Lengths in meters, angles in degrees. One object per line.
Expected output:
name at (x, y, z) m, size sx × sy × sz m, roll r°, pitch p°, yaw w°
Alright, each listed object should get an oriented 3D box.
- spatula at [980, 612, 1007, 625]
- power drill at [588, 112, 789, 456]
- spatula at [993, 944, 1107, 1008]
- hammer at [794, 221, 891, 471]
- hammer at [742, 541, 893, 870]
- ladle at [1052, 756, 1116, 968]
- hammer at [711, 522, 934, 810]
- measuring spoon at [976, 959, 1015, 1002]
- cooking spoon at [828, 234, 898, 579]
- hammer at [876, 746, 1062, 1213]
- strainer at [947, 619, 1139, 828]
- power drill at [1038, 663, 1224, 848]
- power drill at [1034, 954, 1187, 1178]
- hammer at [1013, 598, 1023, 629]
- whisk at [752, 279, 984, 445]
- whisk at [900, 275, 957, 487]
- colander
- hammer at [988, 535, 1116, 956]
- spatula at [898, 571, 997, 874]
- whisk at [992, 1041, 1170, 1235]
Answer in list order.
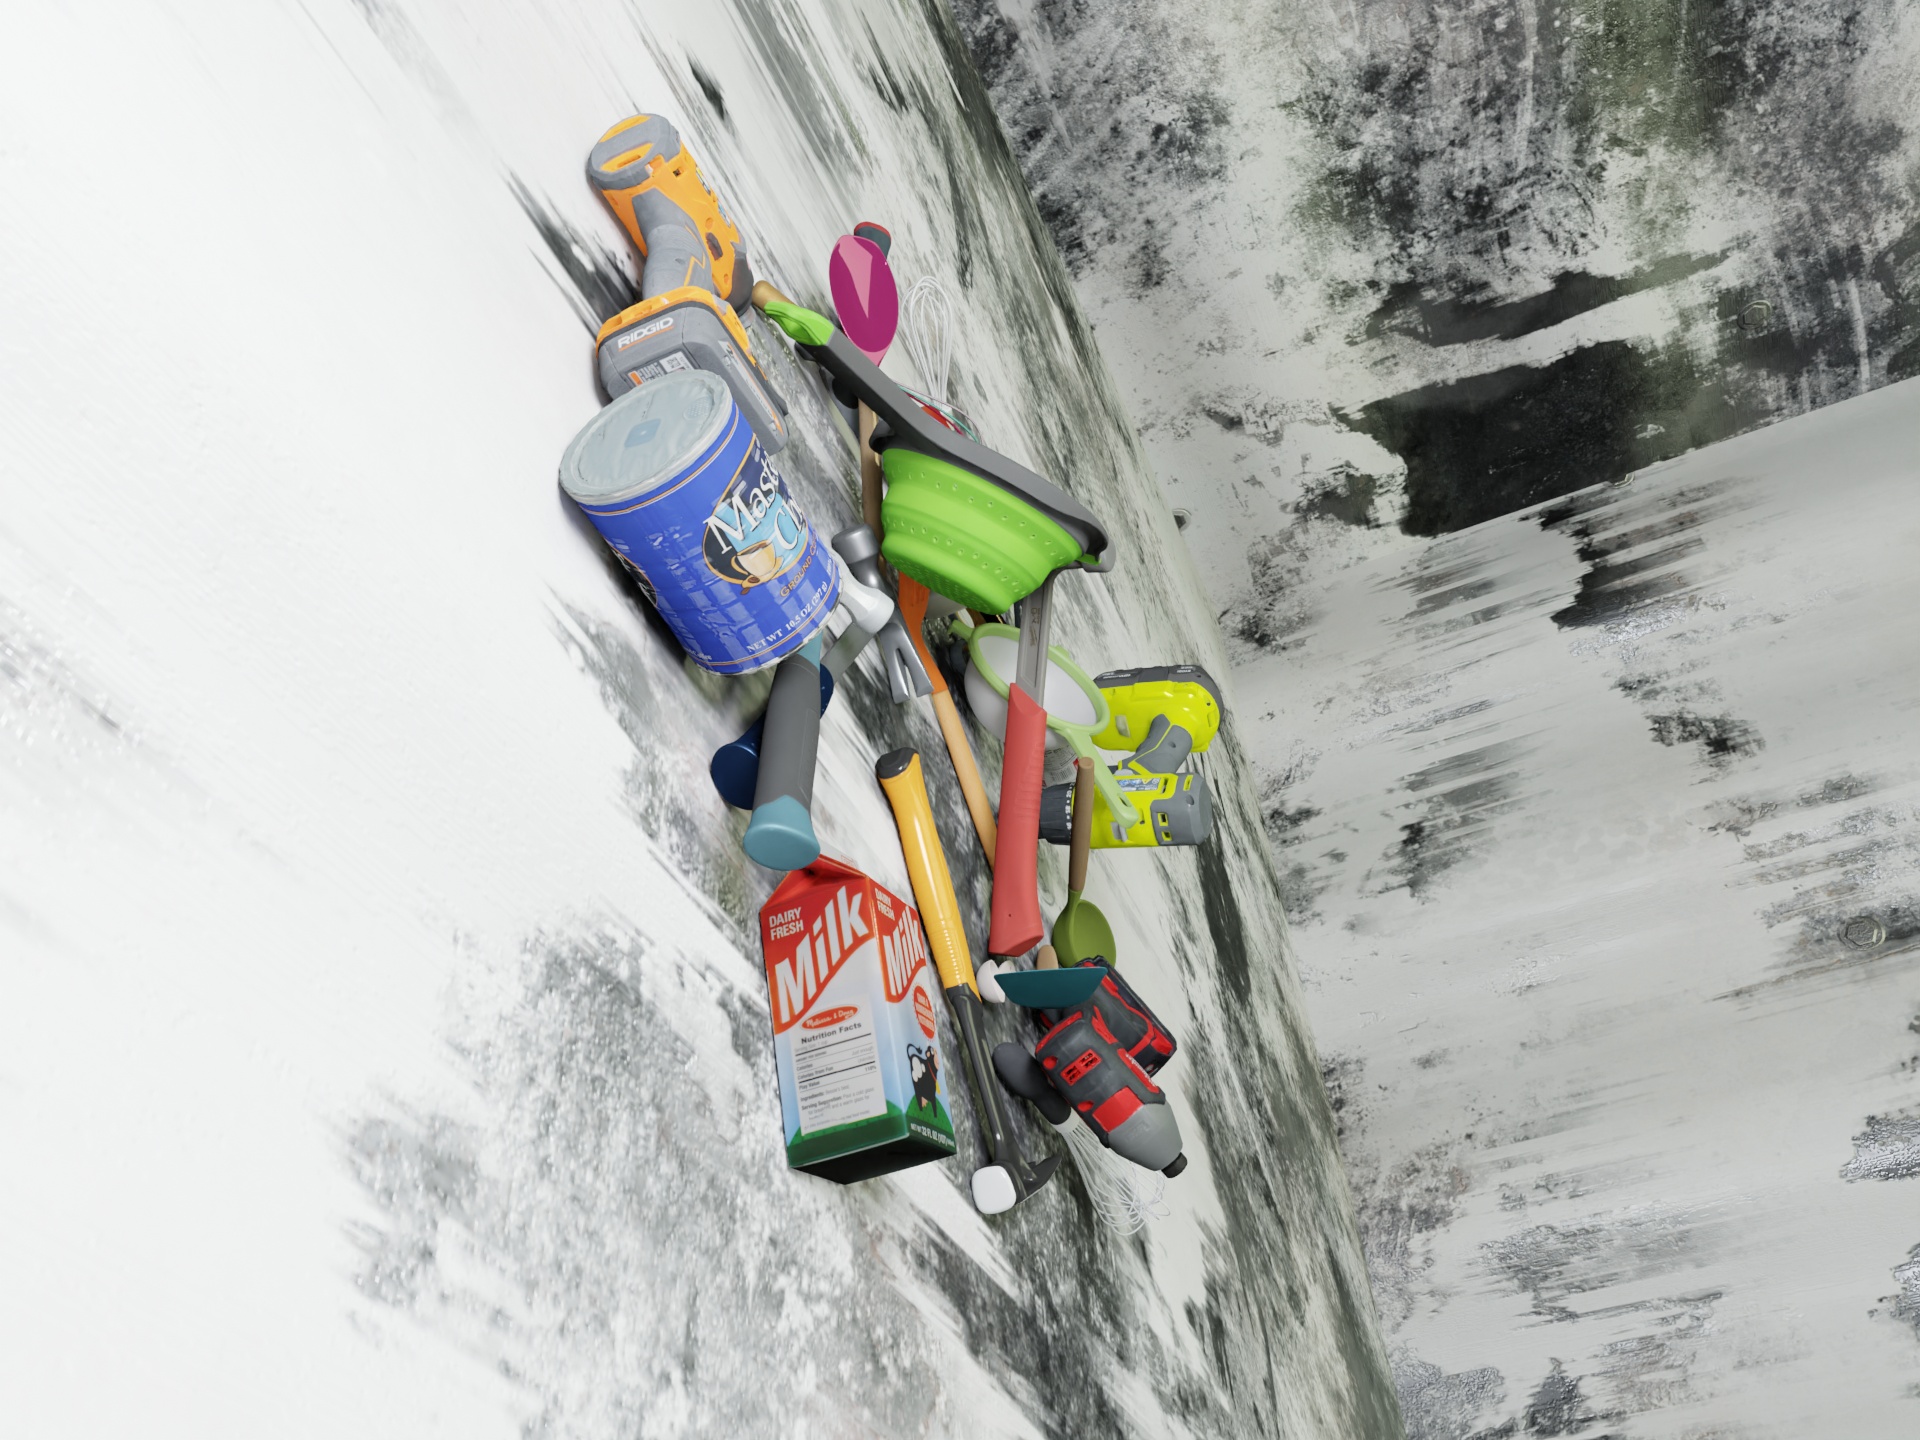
spatula at (-0.026, -0.183, 1.486) m, size 0.315 × 0.018 × 0.060 m, roll 55°, pitch 20°, yaw -25°
power drill at (-0.169, -0.260, 1.020) m, size 0.164 × 0.084 × 0.227 m, roll 54°, pitch 19°, yaw -52°
spatula at (0.072, 0.201, 1.298) m, size 0.317 × 0.082 × 0.044 m, roll 4°, pitch 82°, yaw -88°
hammer at (-0.084, -0.375, 1.502) m, size 0.143 × 0.038 × 0.387 m, roll 54°, pitch 21°, yaw -29°
hammer at (-0.097, -0.023, 0.956) m, size 0.128 × 0.033 × 0.331 m, roll 38°, pitch 25°, yaw -23°
ladle at (0.116, 0.132, 1.402) m, size 0.319 × 0.062 × 0.078 m, roll 89°, pitch 7°, yaw -52°
hammer at (-0.090, -0.026, 1.099) m, size 0.406 × 0.035 × 0.144 m, roll -64°, pitch 133°, yaw -69°
measuring spoon at (0.029, 0.210, 1.292) m, size 0.124 × 0.018 × 0.034 m, roll 22°, pitch 50°, yaw -79°
cooking spoon at (-0.076, -0.249, 1.319) m, size 0.068 × 0.017 × 0.319 m, roll 2°, pitch 81°, yaw -37°
hammer at (0.000, 0.183, 1.172) m, size 0.127 × 0.034 × 0.337 m, roll 14°, pitch 59°, yaw -71°
strainer at (0.080, 0.018, 1.429) m, size 0.151 × 0.069 × 0.257 m, roll 11°, pitch 36°, yaw -41°
power drill at (0.150, 0.041, 1.499) m, size 0.229 × 0.190 × 0.080 m, roll -62°, pitch 142°, yaw -53°
power drill at (0.123, 0.278, 1.276) m, size 0.143 × 0.078 × 0.220 m, roll 49°, pitch 6°, yaw -2°
hammer at (0.060, -0.150, 1.776) m, size 0.409 × 0.036 × 0.149 m, roll -93°, pitch 157°, yaw -46°
whisk at (-0.071, -0.274, 1.296) m, size 0.244 × 0.051 × 0.047 m, roll 36°, pitch 43°, yaw -20°
whisk at (-0.022, -0.314, 1.565) m, size 0.059 × 0.058 × 0.246 m, roll -43°, pitch 137°, yaw -44°
colander at (-0.035, -0.172, 1.177) m, size 0.396 × 0.205 × 0.094 m, roll 33°, pitch 83°, yaw -54°
hammer at (0.046, 0.017, 1.341) m, size 0.036 × 0.149 × 0.359 m, roll 25°, pitch 68°, yaw -60°
spatula at (-0.002, -0.004, 1.372) m, size 0.081 × 0.041 × 0.322 m, roll -32°, pitch 104°, yaw -68°
whisk at (0.099, 0.339, 1.301) m, size 0.284 × 0.070 × 0.070 m, roll 53°, pitch 23°, yaw -38°
